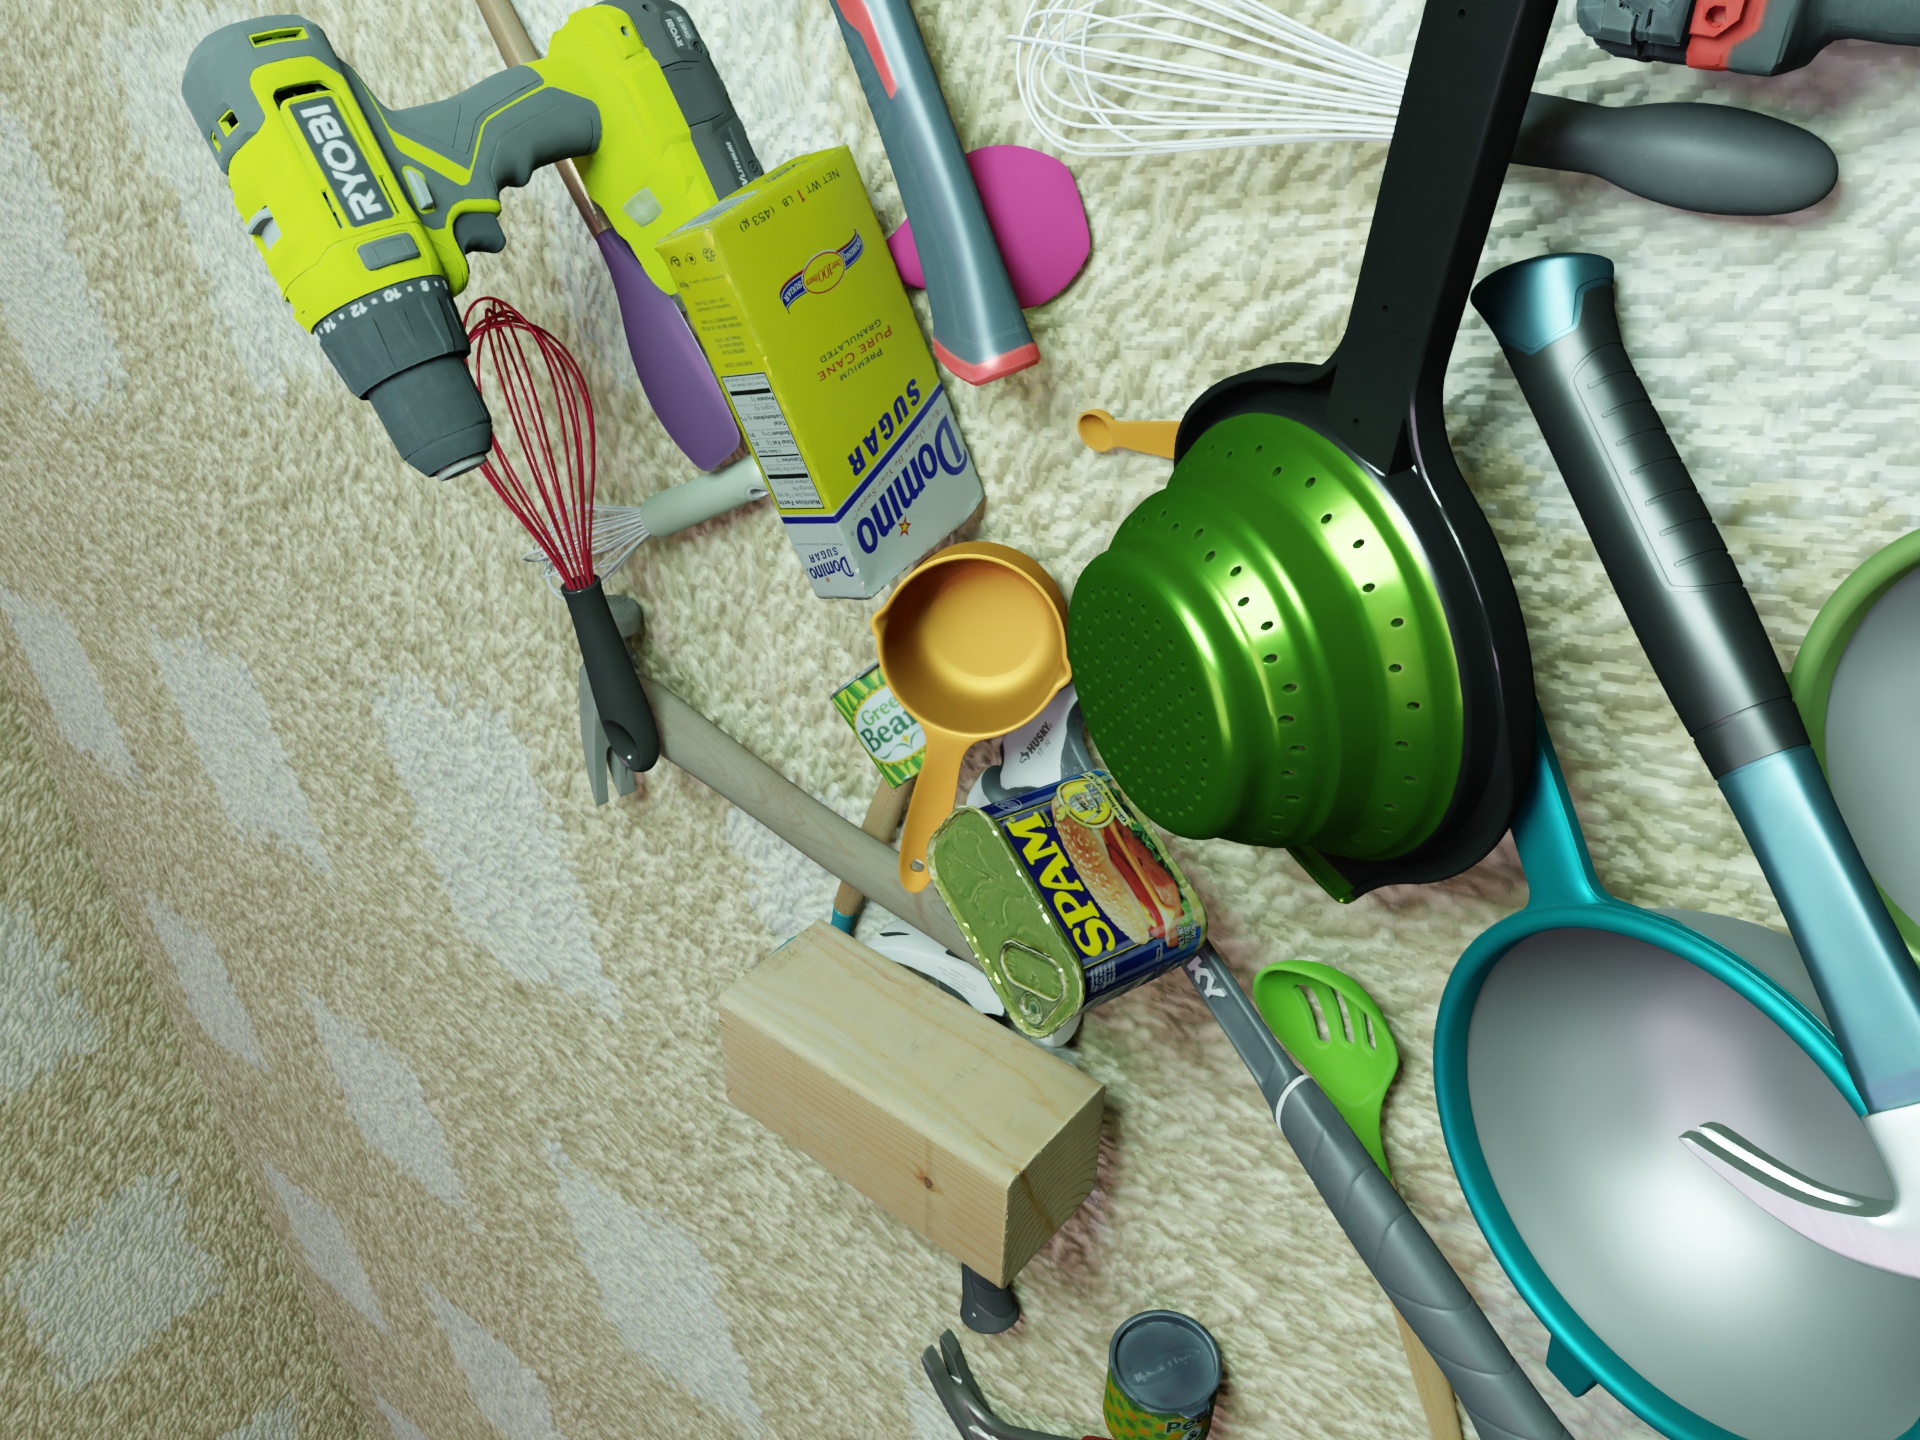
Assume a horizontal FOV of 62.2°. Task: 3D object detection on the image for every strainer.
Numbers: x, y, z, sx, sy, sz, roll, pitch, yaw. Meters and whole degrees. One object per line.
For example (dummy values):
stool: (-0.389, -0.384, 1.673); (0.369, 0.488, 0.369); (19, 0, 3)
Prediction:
strainer: (0.336, -0.020, 0.410); (0.152, 0.069, 0.256); (63, 150, 25)
strainer: (0.258, 0.091, 0.572); (0.211, 0.095, 0.340); (-24, 84, 65)

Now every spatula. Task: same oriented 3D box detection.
spatula: (-0.070, 0.103, 0.958); (0.082, 0.044, 0.317); (46, 139, 20)
spatula: (-0.196, -0.276, 0.830); (0.060, 0.018, 0.316); (-24, 92, 49)

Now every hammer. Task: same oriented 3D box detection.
hammer: (0.008, 0.267, 0.996); (0.146, 0.035, 0.334); (24, 131, 34)
hammer: (-0.094, 0.064, 0.923); (0.411, 0.038, 0.146); (29, 128, 36)
hammer: (0.141, 0.151, 0.709); (0.409, 0.036, 0.149); (56, 141, 21)
hammer: (0.235, 0.000, 0.474); (0.128, 0.033, 0.331); (-31, 68, 35)
hammer: (0.114, 0.478, 1.029); (0.359, 0.037, 0.149); (-20, 100, 51)
hammer: (-0.039, -0.323, 0.619); (0.143, 0.038, 0.386); (-11, 104, 48)

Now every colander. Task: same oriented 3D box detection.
colander: (0.107, -0.078, 0.529); (0.205, 0.094, 0.396); (54, 154, 37)

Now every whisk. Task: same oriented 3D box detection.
whisk: (0.136, -0.202, 0.524); (0.285, 0.070, 0.070); (24, 131, 29)
whisk: (-0.180, -0.117, 0.921); (0.246, 0.057, 0.059); (-12, 80, 45)
whisk: (-0.221, -0.095, 0.899); (0.073, 0.073, 0.295); (16, 130, 39)

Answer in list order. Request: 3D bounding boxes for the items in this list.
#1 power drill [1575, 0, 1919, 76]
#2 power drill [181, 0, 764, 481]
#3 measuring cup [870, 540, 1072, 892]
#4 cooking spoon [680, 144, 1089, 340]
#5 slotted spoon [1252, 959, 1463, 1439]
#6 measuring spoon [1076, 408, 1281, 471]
power drill: (0.273, -0.219, 0.348); (0.227, 0.080, 0.187); (25, 132, 30)
power drill: (-0.201, -0.226, 0.717); (0.080, 0.228, 0.190); (-14, 105, 50)
measuring cup: (-0.001, -0.002, 0.761); (0.095, 0.052, 0.173); (15, 112, 4)
cooking spoon: (-0.063, -0.207, 0.755); (0.319, 0.017, 0.068); (0, 116, 46)
slotted spoon: (0.207, 0.243, 0.776); (0.070, 0.031, 0.313); (2, 119, 46)
measuring spoon: (0.098, -0.117, 0.656); (0.117, 0.011, 0.021); (14, 136, 37)
